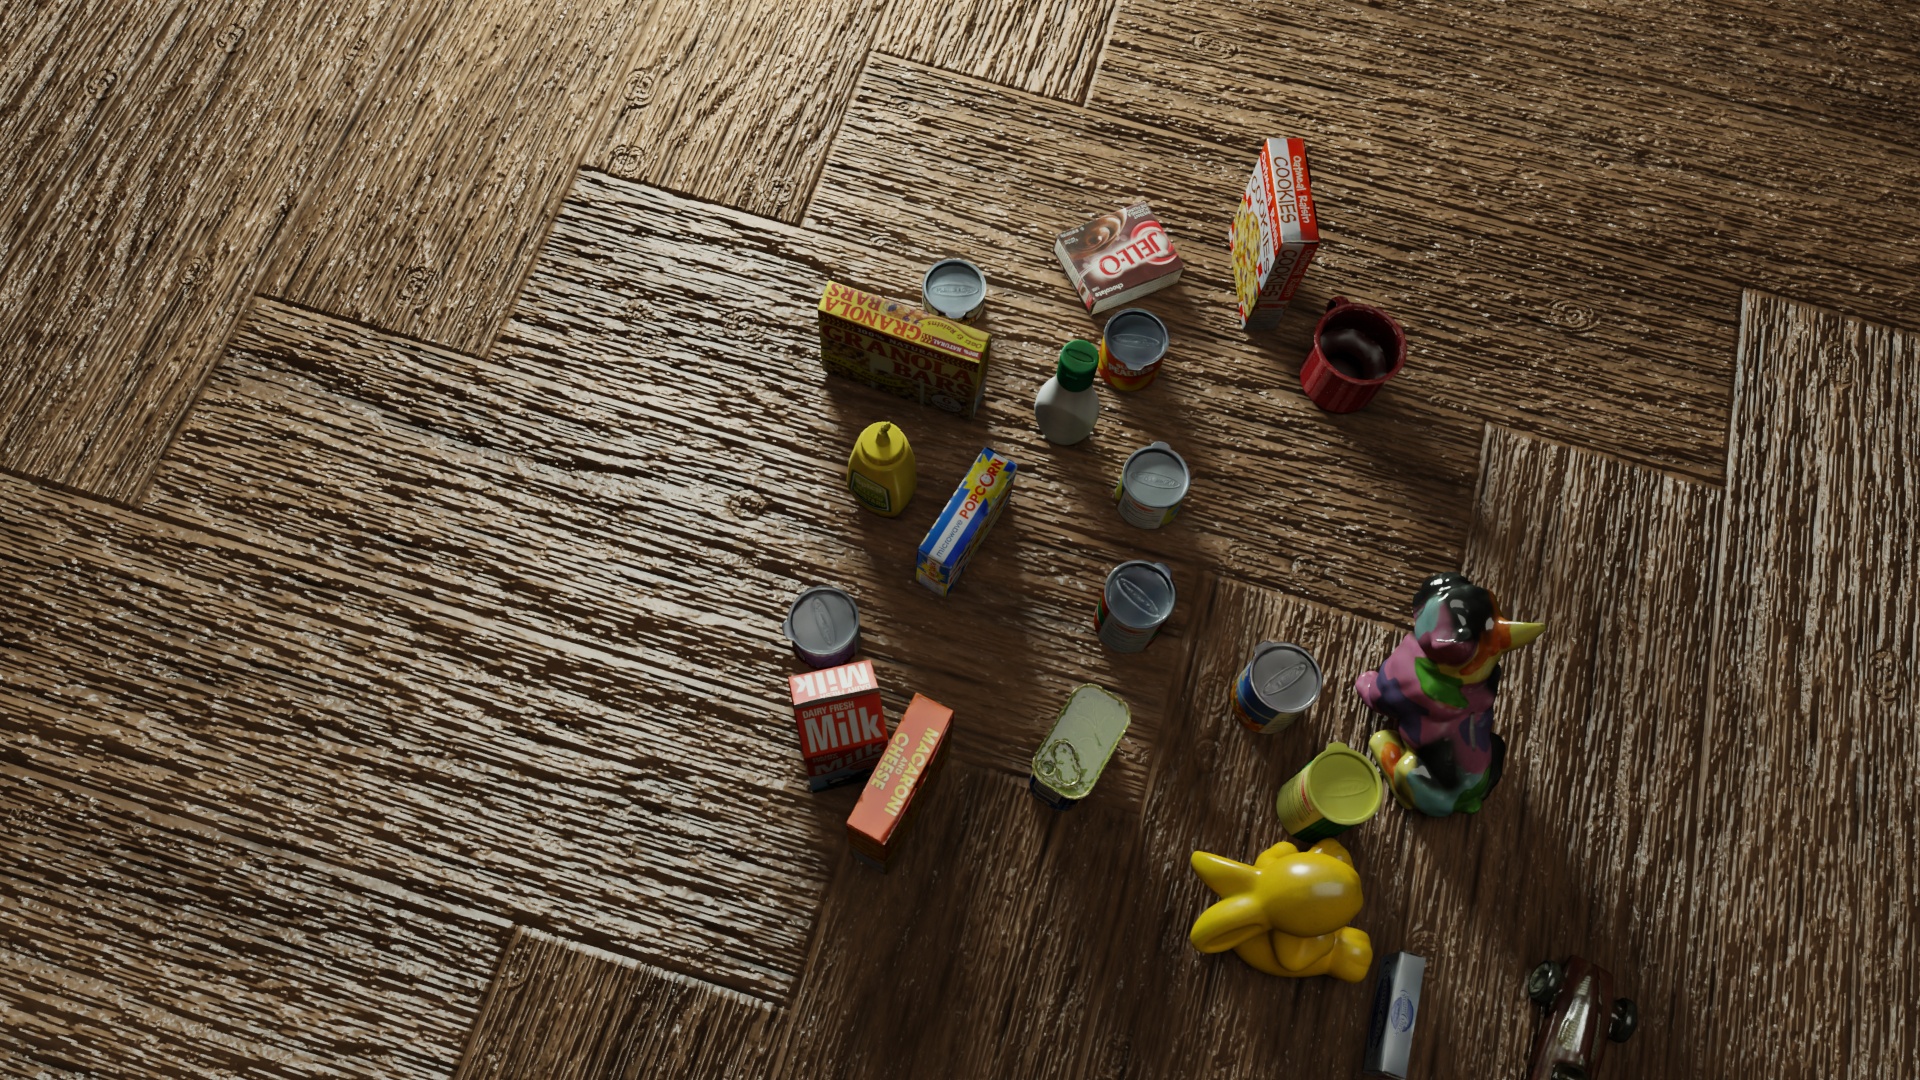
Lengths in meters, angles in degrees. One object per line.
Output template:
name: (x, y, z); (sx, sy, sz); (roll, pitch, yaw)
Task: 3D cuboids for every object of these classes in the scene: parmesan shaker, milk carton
parmesan shaker: (0.326, 0.226, 1.234); (0.071, 0.102, 0.071); (1, 69, -3)
milk carton: (-0.104, 0.157, 1.192); (0.072, 0.189, 0.073); (-12, 70, -7)

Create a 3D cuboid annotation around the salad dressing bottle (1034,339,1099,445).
salad dressing bottle: (0.107, -0.143, 1.345); (0.064, 0.147, 0.044); (22, 69, 6)

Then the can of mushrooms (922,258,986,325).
can of mushrooms: (-0.007, -0.254, 1.445); (0.071, 0.033, 0.071); (1, 68, -3)

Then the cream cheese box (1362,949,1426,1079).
cream cheese box: (0.371, 0.407, 1.191); (0.024, 0.053, 0.104); (17, 69, 4)

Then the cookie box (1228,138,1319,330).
cookie box: (0.317, -0.309, 1.412); (0.040, 0.166, 0.123); (-2, 69, -3)

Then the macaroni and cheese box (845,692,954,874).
macaroni and cheese box: (-0.050, 0.211, 1.186); (0.040, 0.165, 0.124); (26, 70, 7)

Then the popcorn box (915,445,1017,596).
popcorn box: (0.005, -0.017, 1.323); (0.038, 0.085, 0.127); (30, 70, 8)

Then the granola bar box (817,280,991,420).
granola bar box: (-0.056, -0.184, 1.366); (0.166, 0.123, 0.039); (19, 69, 5)

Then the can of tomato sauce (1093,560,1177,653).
can of tomato sauce: (0.163, 0.062, 1.302); (0.071, 0.082, 0.071); (1, 69, -3)

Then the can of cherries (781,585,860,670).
can of cherries: (-0.129, 0.083, 1.291); (0.071, 0.058, 0.072); (1, 68, -3)

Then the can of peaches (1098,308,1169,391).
can of peaches: (0.175, -0.191, 1.416); (0.071, 0.058, 0.071); (1, 68, -3)

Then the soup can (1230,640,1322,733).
soup can: (0.288, 0.135, 1.279); (0.071, 0.083, 0.071); (1, 69, -3)

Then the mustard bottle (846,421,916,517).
mustard bottle: (-0.074, -0.073, 1.301); (0.065, 0.159, 0.049); (29, 70, 8)

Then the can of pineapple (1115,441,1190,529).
can of pineapple: (0.188, -0.053, 1.362); (0.071, 0.057, 0.071); (1, 68, -3)
